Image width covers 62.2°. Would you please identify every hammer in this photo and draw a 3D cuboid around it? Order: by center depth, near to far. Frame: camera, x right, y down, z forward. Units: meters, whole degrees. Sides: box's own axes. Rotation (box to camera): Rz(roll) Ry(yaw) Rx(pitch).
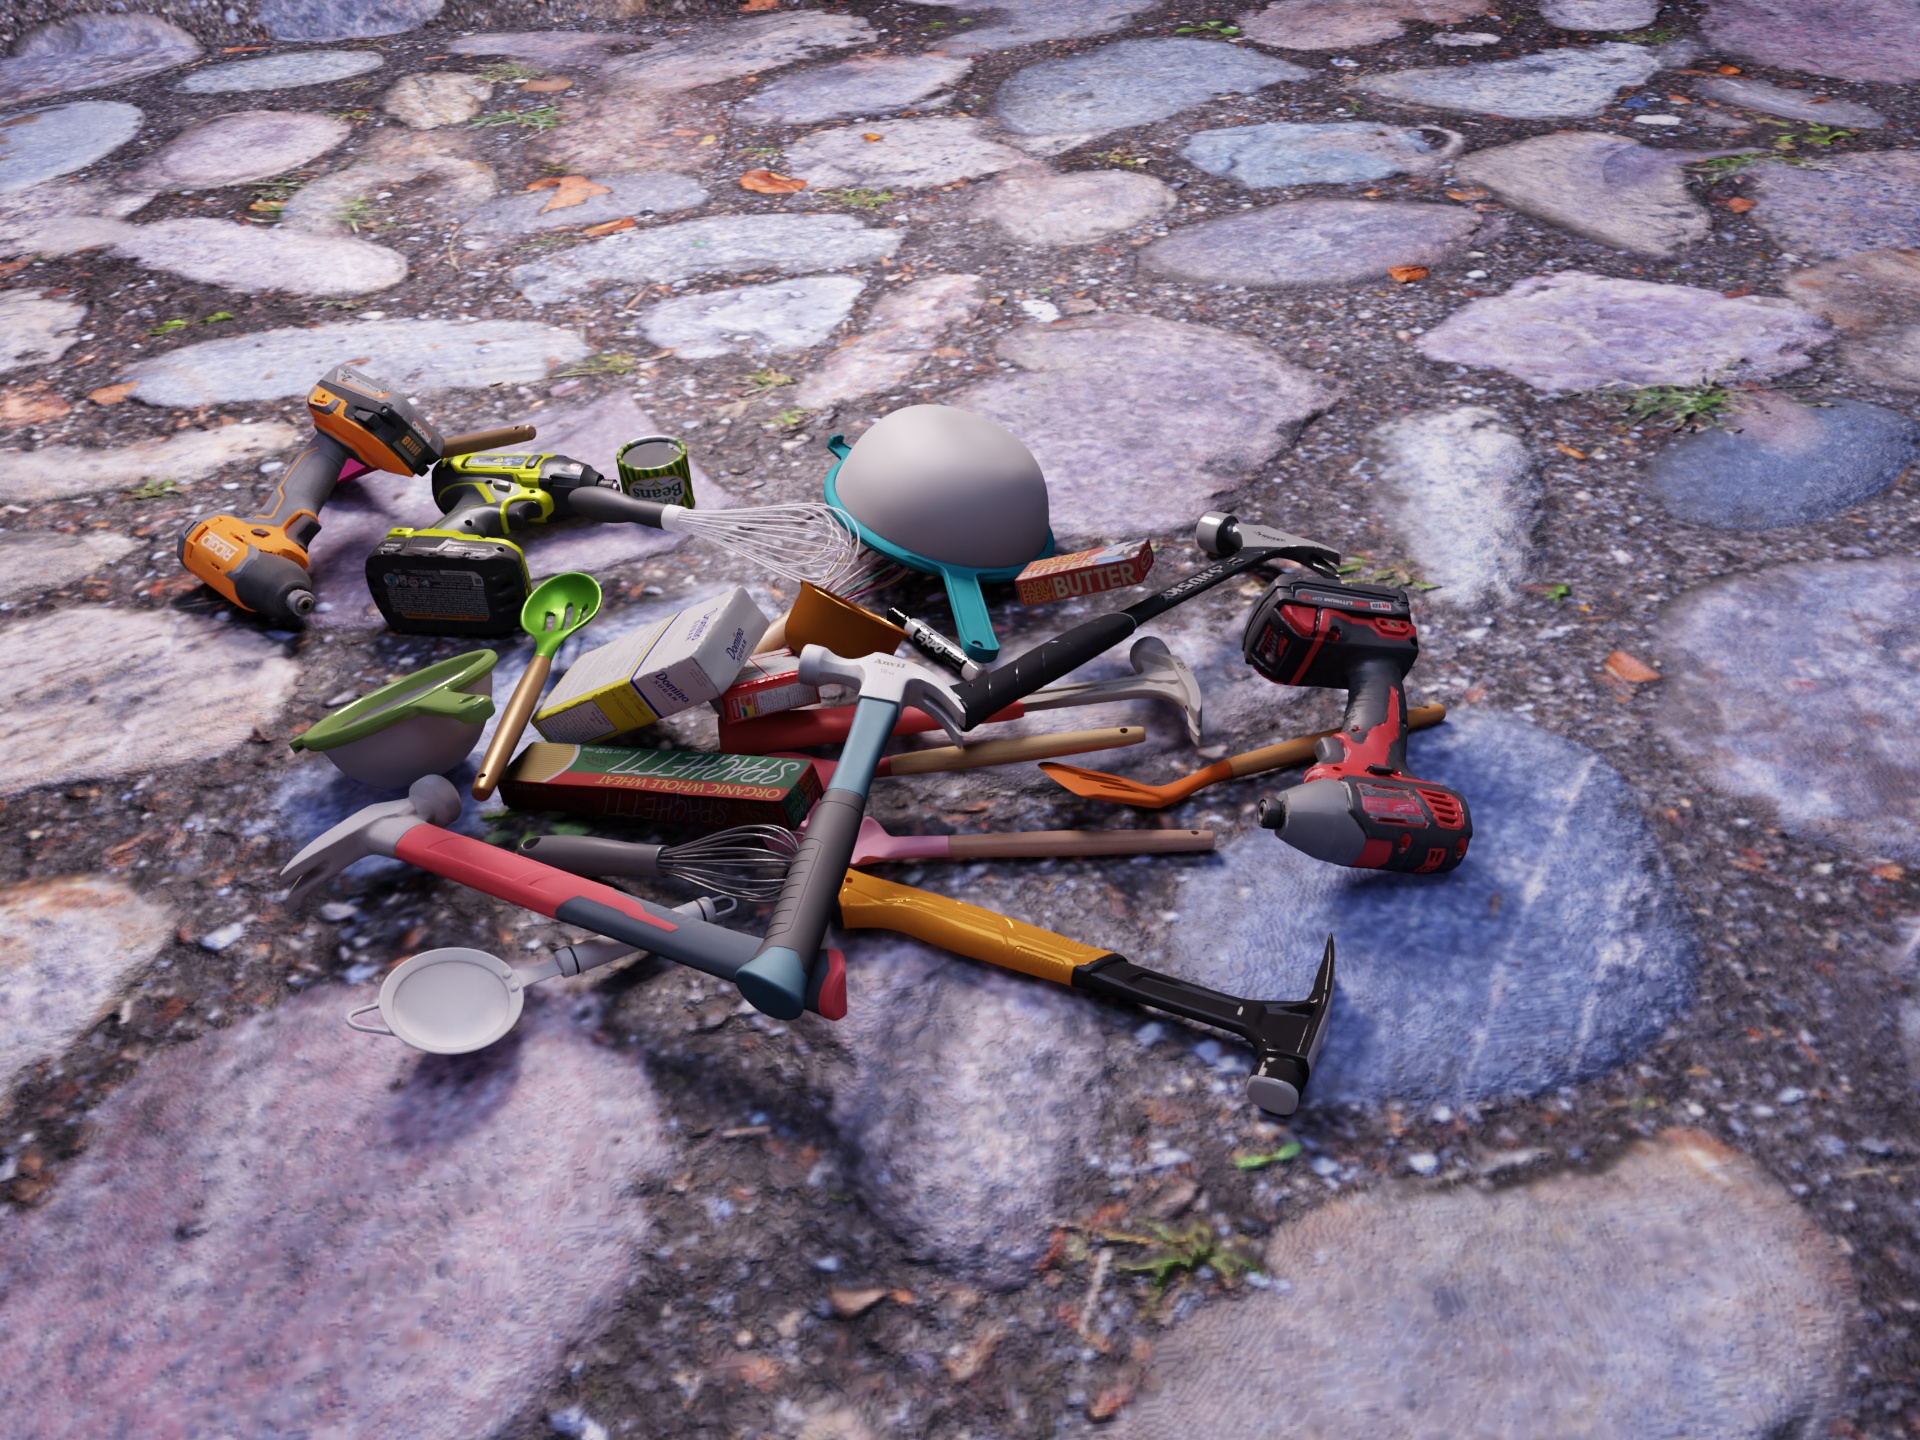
[{"bbox_3d":[-0.247,0.125,1.011,0.386,0.038,0.143,15,32,24],"label":"hammer"},{"bbox_3d":[-0.079,0.061,1.023,0.128,0.033,0.331,10,39,5],"label":"hammer"},{"bbox_3d":[0.069,0.148,1.024,0.337,0.034,0.127,14,43,20],"label":"hammer"},{"bbox_3d":[-0.002,-0.004,1.199,0.359,0.036,0.149,-7,25,-3],"label":"hammer"},{"bbox_3d":[0.139,-0.079,1.245,0.149,0.036,0.409,21,37,40],"label":"hammer"}]

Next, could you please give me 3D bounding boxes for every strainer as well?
[{"bbox_3d":[-0.260,0.161,1.023,0.258,0.050,0.087,-19,48,-28],"label":"strainer"},{"bbox_3d":[-0.373,0.010,1.139,0.151,0.069,0.256,-32,19,-29],"label":"strainer"},{"bbox_3d":[0.002,-0.176,1.331,0.211,0.095,0.341,9,34,-16],"label":"strainer"}]

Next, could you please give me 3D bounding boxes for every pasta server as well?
[{"bbox_3d":[0.019,0.081,1.107,0.316,0.040,0.060,-1,33,0],"label":"pasta server"}]

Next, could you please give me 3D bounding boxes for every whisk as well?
[{"bbox_3d":[-0.201,0.093,1.080,0.239,0.055,0.055,1,38,23],"label":"whisk"},{"bbox_3d":[-0.117,-0.095,1.333,0.051,0.047,0.245,24,51,31],"label":"whisk"},{"bbox_3d":[-0.214,-0.164,1.344,0.285,0.070,0.070,12,41,21],"label":"whisk"}]

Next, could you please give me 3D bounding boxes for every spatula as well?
[{"bbox_3d":[0.217,0.022,1.167,0.322,0.041,0.081,-14,19,-16],"label":"spatula"}]

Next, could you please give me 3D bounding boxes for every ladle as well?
[{"bbox_3d":[-0.024,0.031,1.146,0.315,0.031,0.069,-8,43,4],"label":"ladle"}]

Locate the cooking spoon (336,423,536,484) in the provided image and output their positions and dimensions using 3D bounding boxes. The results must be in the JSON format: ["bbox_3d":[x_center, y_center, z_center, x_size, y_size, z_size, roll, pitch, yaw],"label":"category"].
[{"bbox_3d":[-0.504,-0.247,1.476,0.319,0.017,0.069,-2,46,35],"label":"cooking spoon"}]

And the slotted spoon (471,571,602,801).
[{"bbox_3d":[-0.330,-0.030,1.220,0.070,0.031,0.314,-9,31,5],"label":"slotted spoon"}]

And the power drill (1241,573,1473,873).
[{"bbox_3d":[0.268,0.005,1.121,0.143,0.078,0.220,6,52,-10],"label":"power drill"}]

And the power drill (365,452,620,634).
[{"bbox_3d":[-0.412,-0.169,1.410,0.171,0.080,0.223,3,36,8],"label":"power drill"}]

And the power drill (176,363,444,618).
[{"bbox_3d":[-0.562,-0.191,1.393,0.164,0.084,0.226,28,75,32],"label":"power drill"}]

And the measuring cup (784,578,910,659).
[{"bbox_3d":[-0.091,-0.067,1.266,0.095,0.052,0.173,27,3,-1],"label":"measuring cup"}]
